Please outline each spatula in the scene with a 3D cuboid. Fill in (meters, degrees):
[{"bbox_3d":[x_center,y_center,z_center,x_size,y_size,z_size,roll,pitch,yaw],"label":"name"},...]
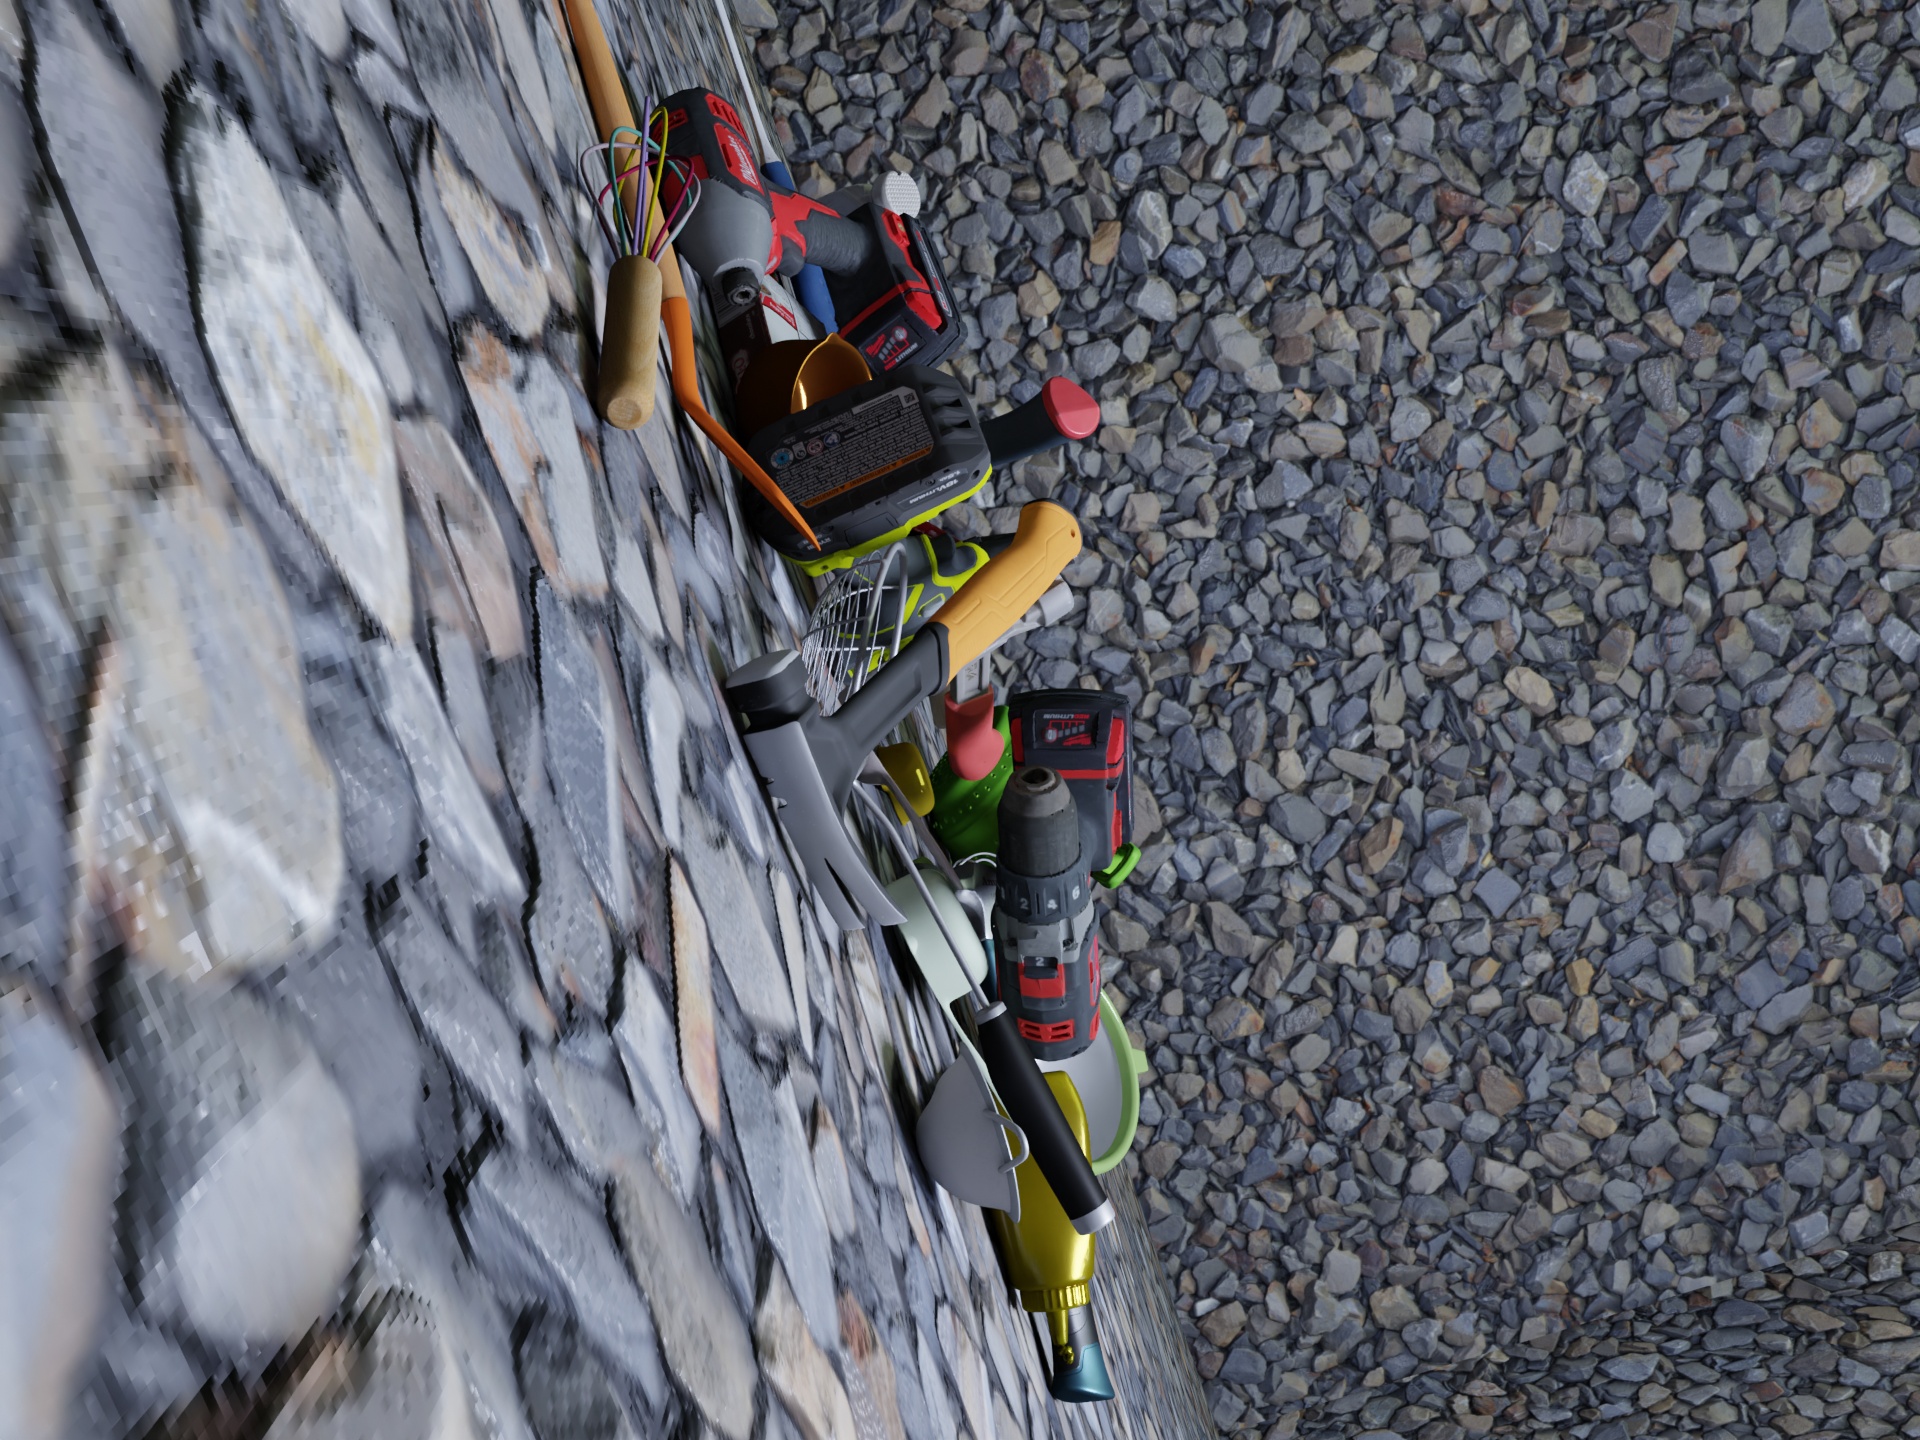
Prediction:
[{"bbox_3d":[-0.141,-0.230,0.789,0.081,0.041,0.323,54,17,-78],"label":"spatula"}]

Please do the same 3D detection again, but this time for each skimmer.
[{"bbox_3d":[0.012,0.085,0.831,0.363,0.090,0.127,62,1,6],"label":"skimmer"}]

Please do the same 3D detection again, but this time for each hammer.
[{"bbox_3d":[0.041,0.250,0.986,0.128,0.033,0.331,10,62,-51],"label":"hammer"},{"bbox_3d":[-0.002,-0.033,0.793,0.337,0.034,0.127,-49,121,-55],"label":"hammer"},{"bbox_3d":[-0.002,-0.003,1.087,0.037,0.149,0.359,56,-7,11],"label":"hammer"},{"bbox_3d":[-0.141,-0.409,1.140,0.144,0.035,0.405,-95,167,-80],"label":"hammer"},{"bbox_3d":[-0.055,-0.195,1.221,0.038,0.146,0.410,-20,101,-46],"label":"hammer"},{"bbox_3d":[-0.007,-0.191,1.249,0.386,0.038,0.143,0,-77,62],"label":"hammer"}]

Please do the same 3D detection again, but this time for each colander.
[{"bbox_3d":[0.050,0.062,1.273,0.094,0.204,0.397,40,-3,-12],"label":"colander"}]

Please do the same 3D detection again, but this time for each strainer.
[{"bbox_3d":[0.024,0.202,1.087,0.256,0.069,0.151,54,36,-14],"label":"strainer"},{"bbox_3d":[0.003,0.202,0.814,0.258,0.050,0.087,100,-26,-84],"label":"strainer"}]

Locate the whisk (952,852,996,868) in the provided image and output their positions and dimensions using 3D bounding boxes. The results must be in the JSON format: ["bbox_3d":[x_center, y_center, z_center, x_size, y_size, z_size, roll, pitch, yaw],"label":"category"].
[{"bbox_3d":[0.042,0.233,1.226,0.070,0.070,0.284,-99,174,-73],"label":"whisk"}]

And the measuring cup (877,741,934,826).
[{"bbox_3d":[-0.040,0.037,1.097,0.156,0.029,0.062,70,2,-82],"label":"measuring cup"}]

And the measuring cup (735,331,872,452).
[{"bbox_3d":[-0.075,-0.196,0.993,0.173,0.052,0.095,-27,121,-57],"label":"measuring cup"}]

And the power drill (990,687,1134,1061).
[{"bbox_3d":[0.058,0.065,0.959,0.227,0.080,0.187,-75,163,-56],"label":"power drill"}]

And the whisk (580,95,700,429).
[{"bbox_3d":[-0.137,-0.193,0.670,0.051,0.047,0.245,53,19,-41],"label":"whisk"}]

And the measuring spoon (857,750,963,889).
[{"bbox_3d":[-0.036,0.055,0.914,0.124,0.018,0.034,52,-10,34],"label":"measuring spoon"}]

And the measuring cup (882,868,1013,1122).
[{"bbox_3d":[0.010,0.158,0.895,0.168,0.038,0.083,59,-4,10],"label":"measuring cup"}]

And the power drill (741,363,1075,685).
[{"bbox_3d":[-0.025,-0.109,0.955,0.223,0.171,0.080,57,10,-64],"label":"power drill"}]

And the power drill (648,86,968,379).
[{"bbox_3d":[-0.097,-0.291,1.002,0.219,0.078,0.143,16,49,-52],"label":"power drill"}]
